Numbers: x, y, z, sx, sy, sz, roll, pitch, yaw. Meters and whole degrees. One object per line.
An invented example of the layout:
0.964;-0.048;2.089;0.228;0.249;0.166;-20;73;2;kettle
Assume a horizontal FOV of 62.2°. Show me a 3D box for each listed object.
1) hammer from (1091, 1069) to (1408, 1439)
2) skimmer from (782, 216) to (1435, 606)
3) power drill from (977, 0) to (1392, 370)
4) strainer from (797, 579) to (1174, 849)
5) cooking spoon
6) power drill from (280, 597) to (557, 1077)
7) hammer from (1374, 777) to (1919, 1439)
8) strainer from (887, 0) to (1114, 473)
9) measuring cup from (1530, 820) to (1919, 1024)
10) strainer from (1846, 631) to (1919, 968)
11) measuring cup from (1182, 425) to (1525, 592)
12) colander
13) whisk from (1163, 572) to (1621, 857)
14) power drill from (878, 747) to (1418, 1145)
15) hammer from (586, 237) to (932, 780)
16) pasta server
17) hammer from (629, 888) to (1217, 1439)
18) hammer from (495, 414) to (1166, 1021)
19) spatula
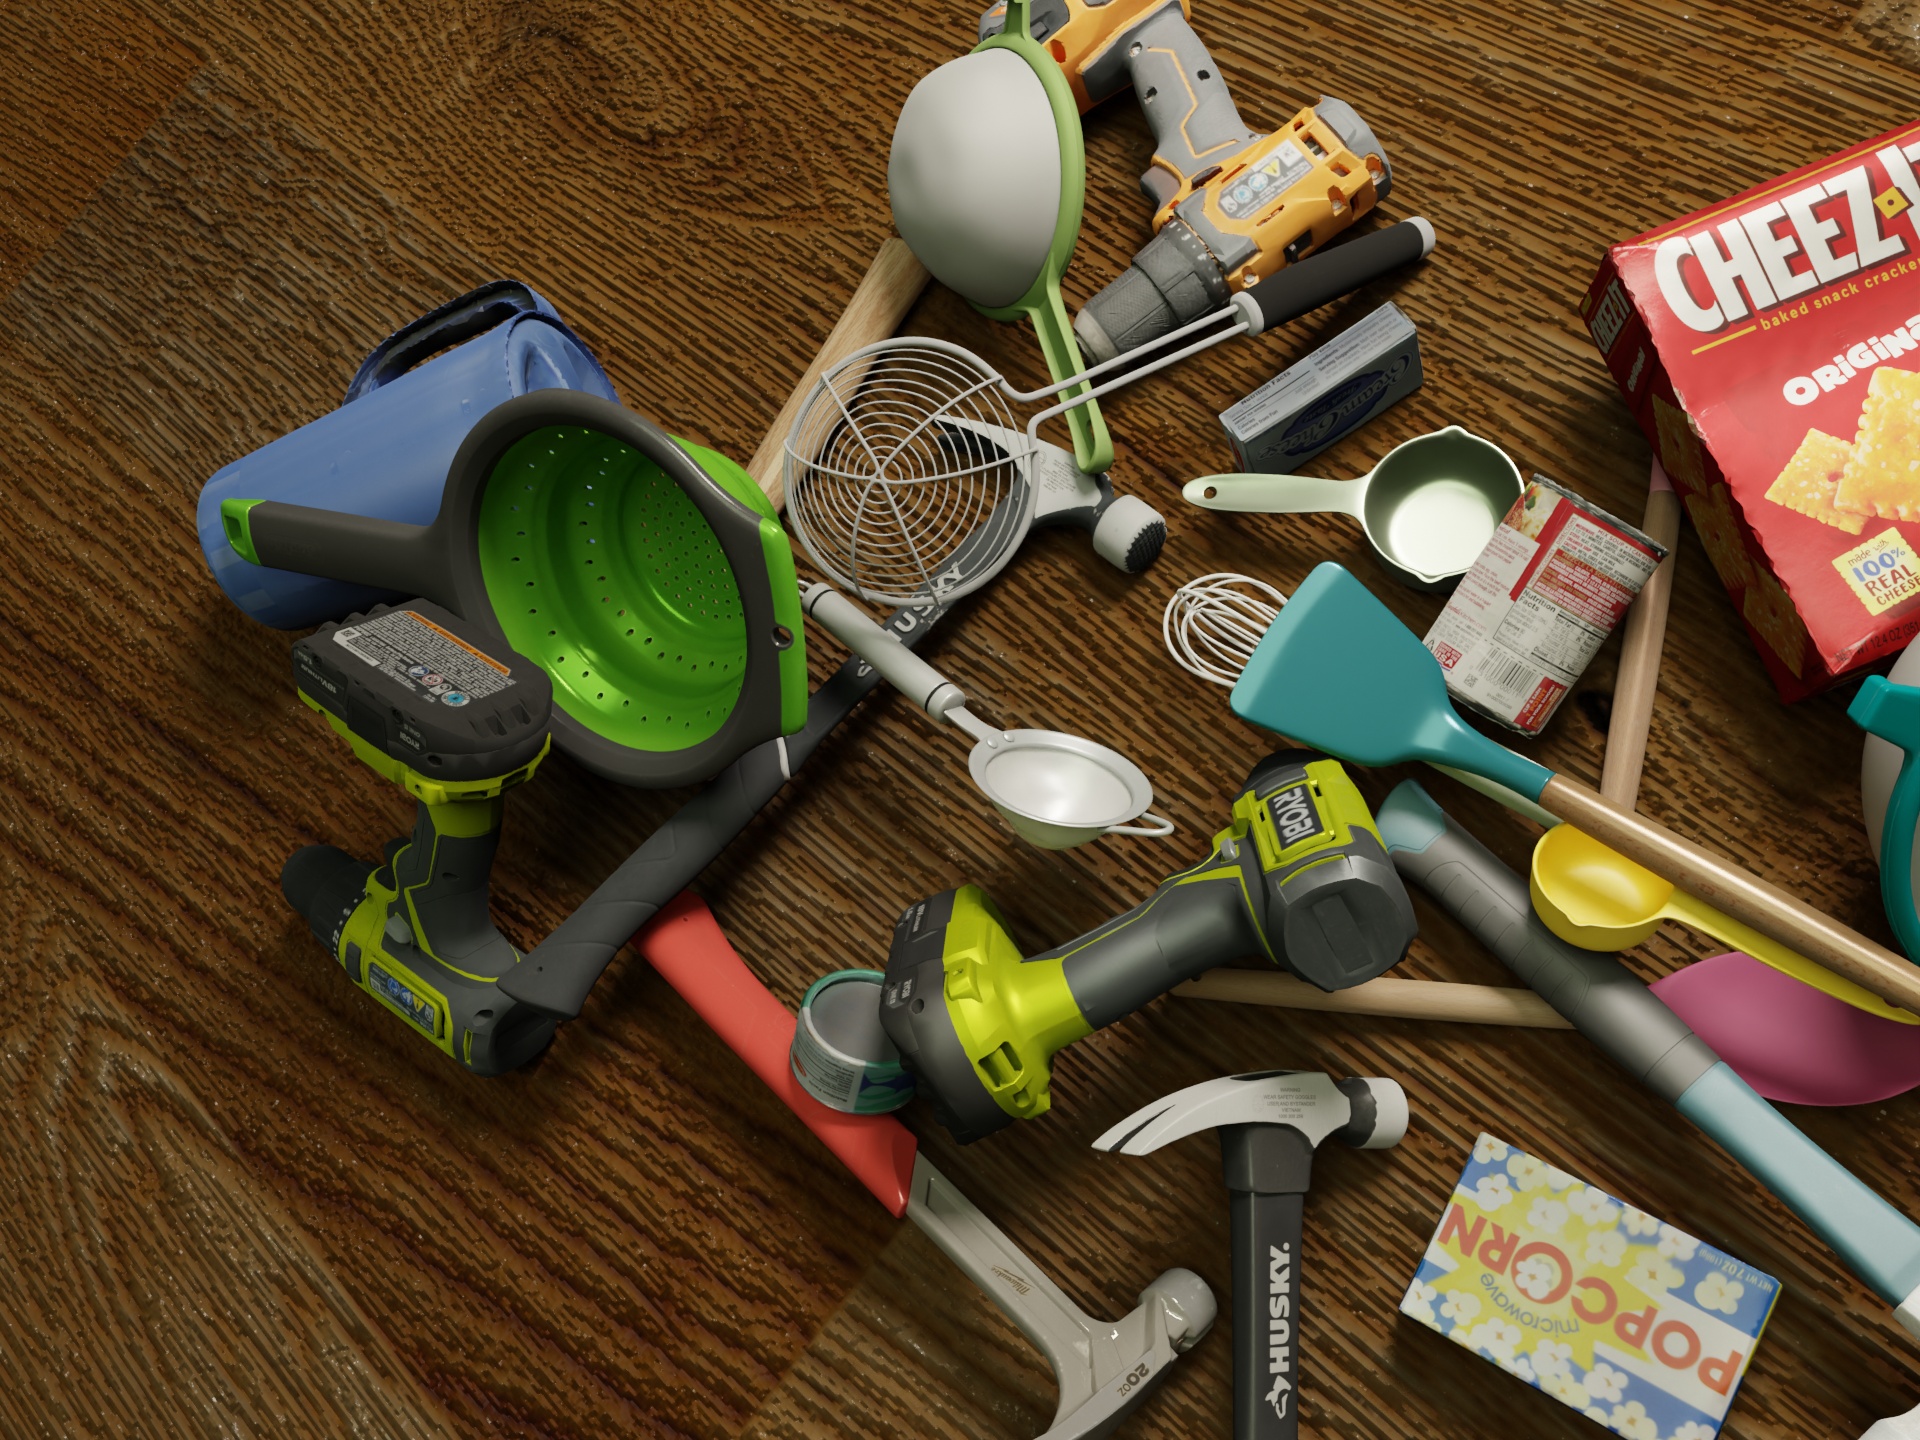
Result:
0.121;0.315;0.655;0.035;0.146;0.335;-17;68;61;hammer
0.083;-0.174;0.803;0.363;0.090;0.127;-28;91;-21;skimmer
0.098;-0.315;0.881;0.185;0.084;0.226;-37;69;7;power drill
-0.001;-0.002;0.768;0.259;0.087;0.050;39;127;31;strainer
0.251;0.128;0.711;0.319;0.017;0.069;1;60;20;cooking spoon
-0.293;0.057;0.840;0.191;0.080;0.228;28;125;25;power drill
0.293;0.141;0.658;0.128;0.033;0.331;-39;56;-7;hammer
0.015;-0.244;0.849;0.069;0.151;0.256;-9;72;-28;strainer
0.310;0.090;0.649;0.157;0.029;0.062;26;58;25;measuring cup
0.492;-0.024;0.609;0.340;0.210;0.095;-28;26;7;strainer
0.196;-0.104;0.798;0.168;0.038;0.083;7;75;23;measuring cup
-0.226;-0.090;0.839;0.397;0.094;0.204;11;120;27;colander
0.202;-0.004;0.750;0.246;0.057;0.059;31;76;26;whisk
0.082;0.091;0.719;0.223;0.171;0.080;-26;107;12;power drill
-0.112;-0.137;0.912;0.130;0.031;0.331;28;81;13;hammer
0.328;-0.083;0.744;0.060;0.040;0.316;12;78;11;pasta server
-0.056;0.196;0.752;0.359;0.149;0.036;37;129;31;hammer
-0.082;-0.001;0.830;0.409;0.036;0.149;-45;62;-9;hammer
0.262;0.040;0.651;0.318;0.044;0.082;33;86;30;spatula
